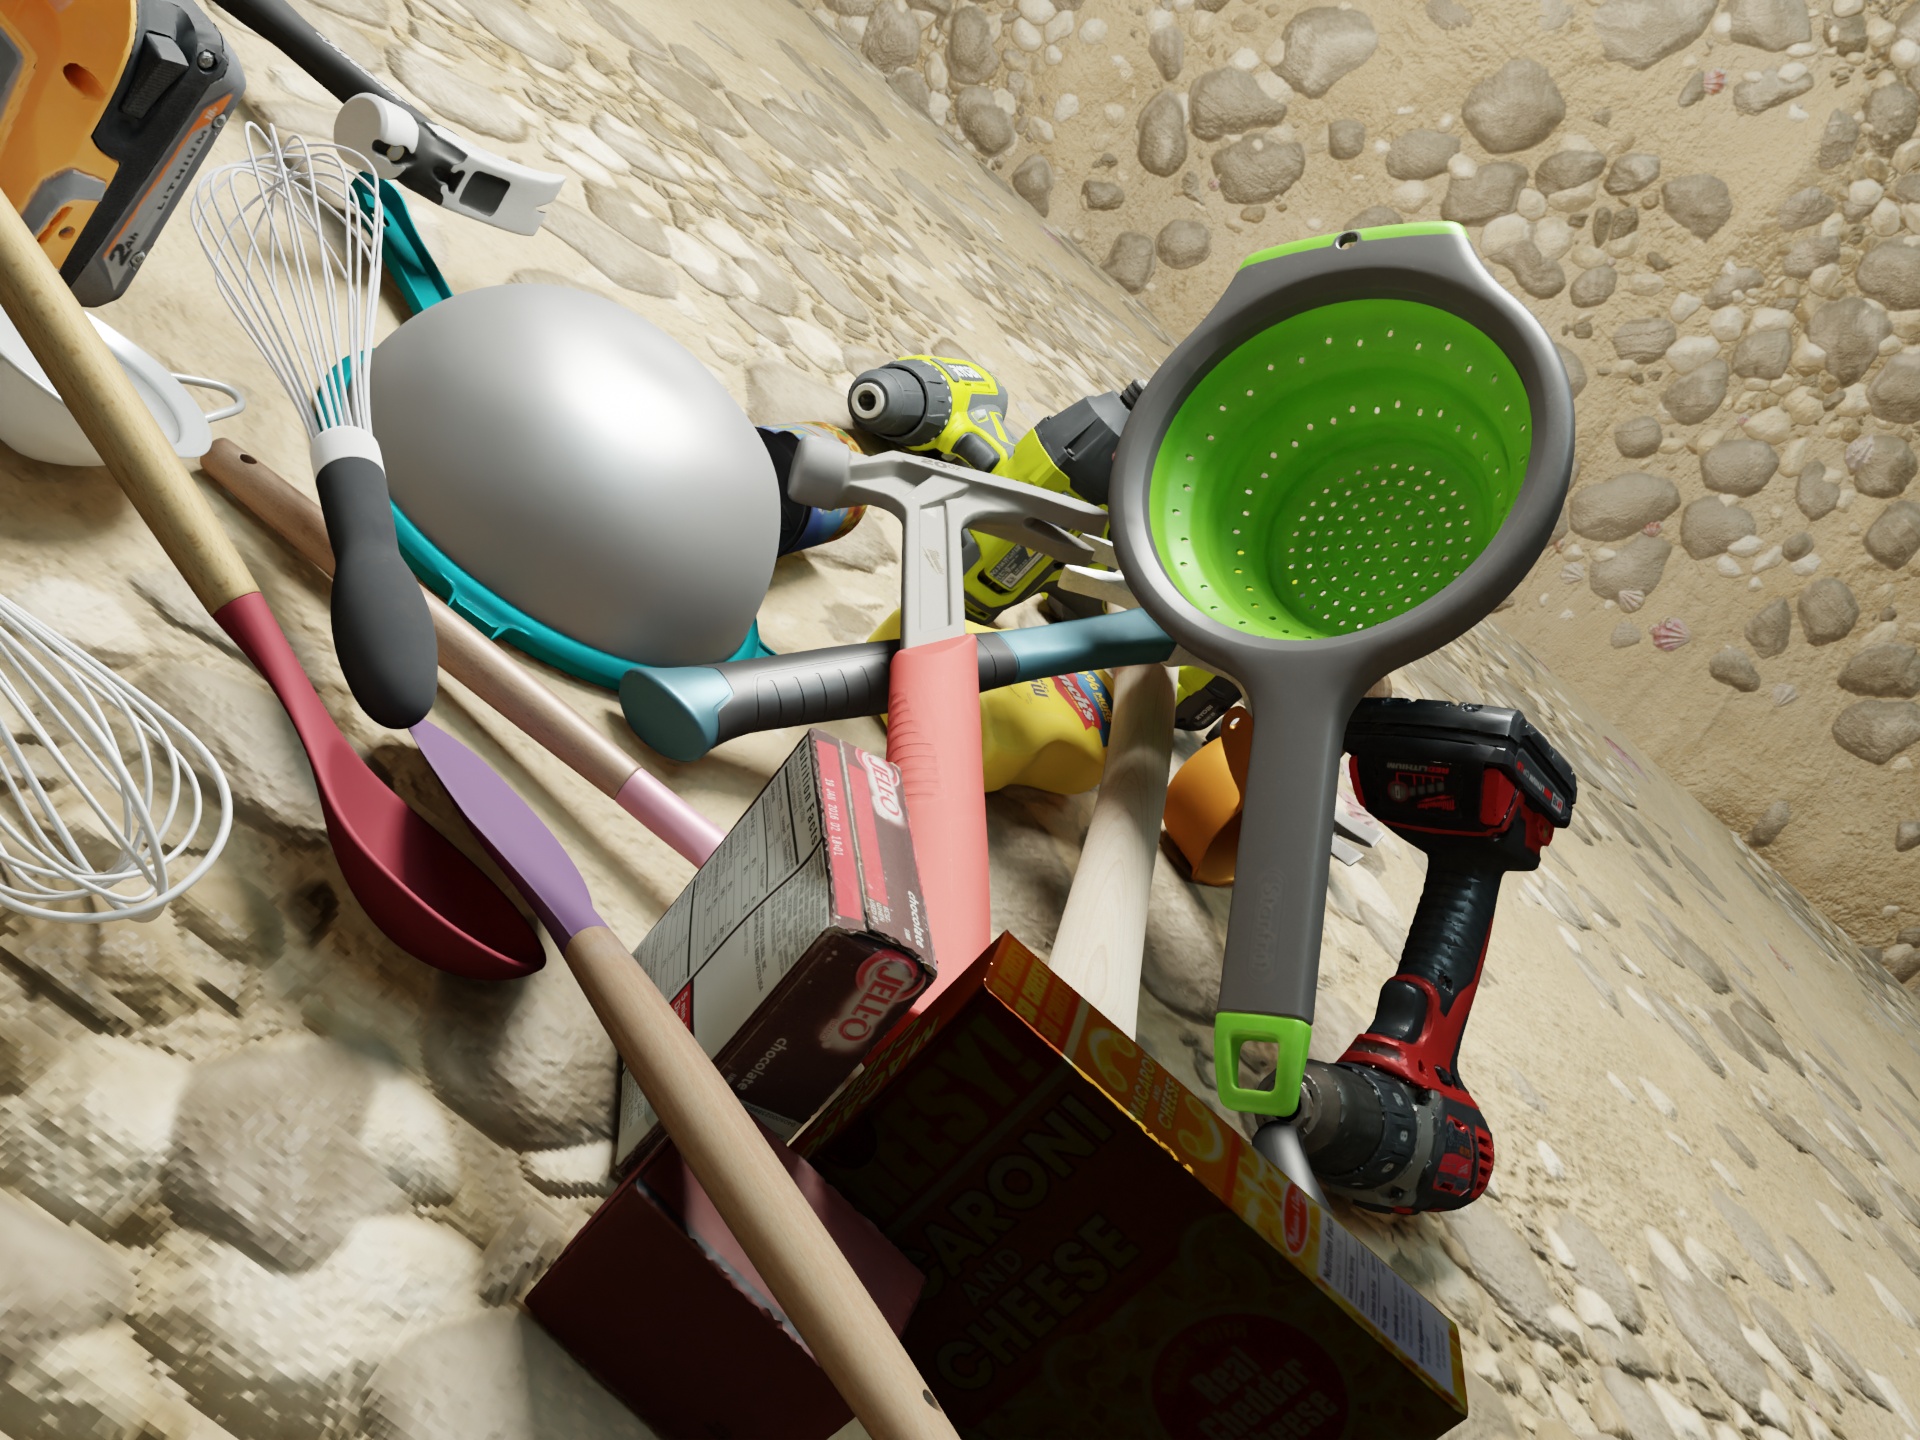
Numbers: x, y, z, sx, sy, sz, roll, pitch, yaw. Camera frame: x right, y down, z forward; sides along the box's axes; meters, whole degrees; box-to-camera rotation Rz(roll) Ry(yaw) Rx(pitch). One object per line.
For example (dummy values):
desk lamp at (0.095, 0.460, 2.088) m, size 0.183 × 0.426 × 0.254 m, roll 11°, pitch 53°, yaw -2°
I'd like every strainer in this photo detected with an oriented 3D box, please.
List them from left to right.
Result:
strainer at (-0.290, -0.114, 0.426) m, size 0.087 × 0.050 × 0.258 m, roll 45°, pitch 2°, yaw 14°
strainer at (-0.182, -0.162, 0.696) m, size 0.211 × 0.095 × 0.341 m, roll 8°, pitch 41°, yaw -54°

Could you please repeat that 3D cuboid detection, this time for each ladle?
ladle at (-0.215, -0.055, 0.442) m, size 0.315 × 0.031 × 0.069 m, roll 57°, pitch -3°, yaw -3°

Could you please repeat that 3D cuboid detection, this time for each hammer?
hammer at (-0.338, -0.348, 0.797) m, size 0.335 × 0.035 × 0.146 m, roll 41°, pitch 16°, yaw 18°
hammer at (-0.001, -0.002, 0.605) m, size 0.149 × 0.036 × 0.359 m, roll 13°, pitch 35°, yaw -11°
hammer at (0.007, -0.025, 0.703) m, size 0.331 × 0.033 × 0.128 m, roll -10°, pitch 48°, yaw -38°
hammer at (0.084, 0.050, 0.737) m, size 0.146 × 0.038 × 0.411 m, roll 38°, pitch 34°, yaw -14°
hammer at (0.209, 0.017, 0.928) m, size 0.130 × 0.031 × 0.331 m, roll 47°, pitch -5°, yaw 12°

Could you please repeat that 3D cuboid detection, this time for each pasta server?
pasta server at (-0.140, 0.011, 0.550) m, size 0.316 × 0.040 × 0.060 m, roll 39°, pitch 22°, yaw 1°

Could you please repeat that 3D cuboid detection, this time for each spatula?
spatula at (-0.085, 0.074, 0.413) m, size 0.316 × 0.018 × 0.059 m, roll 39°, pitch -4°, yaw 47°

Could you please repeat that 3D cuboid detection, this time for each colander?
colander at (0.164, -0.023, 0.698) m, size 0.094 × 0.204 × 0.397 m, roll 37°, pitch 59°, yaw -54°

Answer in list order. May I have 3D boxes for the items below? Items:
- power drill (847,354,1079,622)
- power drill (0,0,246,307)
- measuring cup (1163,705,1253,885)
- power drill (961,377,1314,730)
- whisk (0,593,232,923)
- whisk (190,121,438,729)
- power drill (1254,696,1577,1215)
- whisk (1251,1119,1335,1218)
power drill at (0.032, -0.166, 1.094) m, size 0.228 × 0.080 × 0.190 m, roll 43°, pitch 22°, yaw 9°
power drill at (-0.322, -0.217, 0.450) m, size 0.084 × 0.185 × 0.226 m, roll 47°, pitch 19°, yaw 15°
measuring cup at (0.146, 0.024, 0.865) m, size 0.052 × 0.095 × 0.173 m, roll 55°, pitch -4°, yaw 35°
power drill at (0.109, -0.097, 0.975) m, size 0.223 × 0.171 × 0.080 m, roll 30°, pitch 25°, yaw -36°
whisk at (-0.266, -0.040, 0.404) m, size 0.059 × 0.057 × 0.246 m, roll -31°, pitch 67°, yaw -36°
whisk at (-0.216, -0.111, 0.550) m, size 0.070 × 0.070 × 0.285 m, roll 16°, pitch 41°, yaw -48°
power drill at (0.201, 0.106, 0.717) m, size 0.080 × 0.227 × 0.187 m, roll 6°, pitch -15°, yaw 38°
whisk at (0.128, 0.242, 0.495) m, size 0.073 × 0.073 × 0.296 m, roll 33°, pitch 27°, yaw -22°
